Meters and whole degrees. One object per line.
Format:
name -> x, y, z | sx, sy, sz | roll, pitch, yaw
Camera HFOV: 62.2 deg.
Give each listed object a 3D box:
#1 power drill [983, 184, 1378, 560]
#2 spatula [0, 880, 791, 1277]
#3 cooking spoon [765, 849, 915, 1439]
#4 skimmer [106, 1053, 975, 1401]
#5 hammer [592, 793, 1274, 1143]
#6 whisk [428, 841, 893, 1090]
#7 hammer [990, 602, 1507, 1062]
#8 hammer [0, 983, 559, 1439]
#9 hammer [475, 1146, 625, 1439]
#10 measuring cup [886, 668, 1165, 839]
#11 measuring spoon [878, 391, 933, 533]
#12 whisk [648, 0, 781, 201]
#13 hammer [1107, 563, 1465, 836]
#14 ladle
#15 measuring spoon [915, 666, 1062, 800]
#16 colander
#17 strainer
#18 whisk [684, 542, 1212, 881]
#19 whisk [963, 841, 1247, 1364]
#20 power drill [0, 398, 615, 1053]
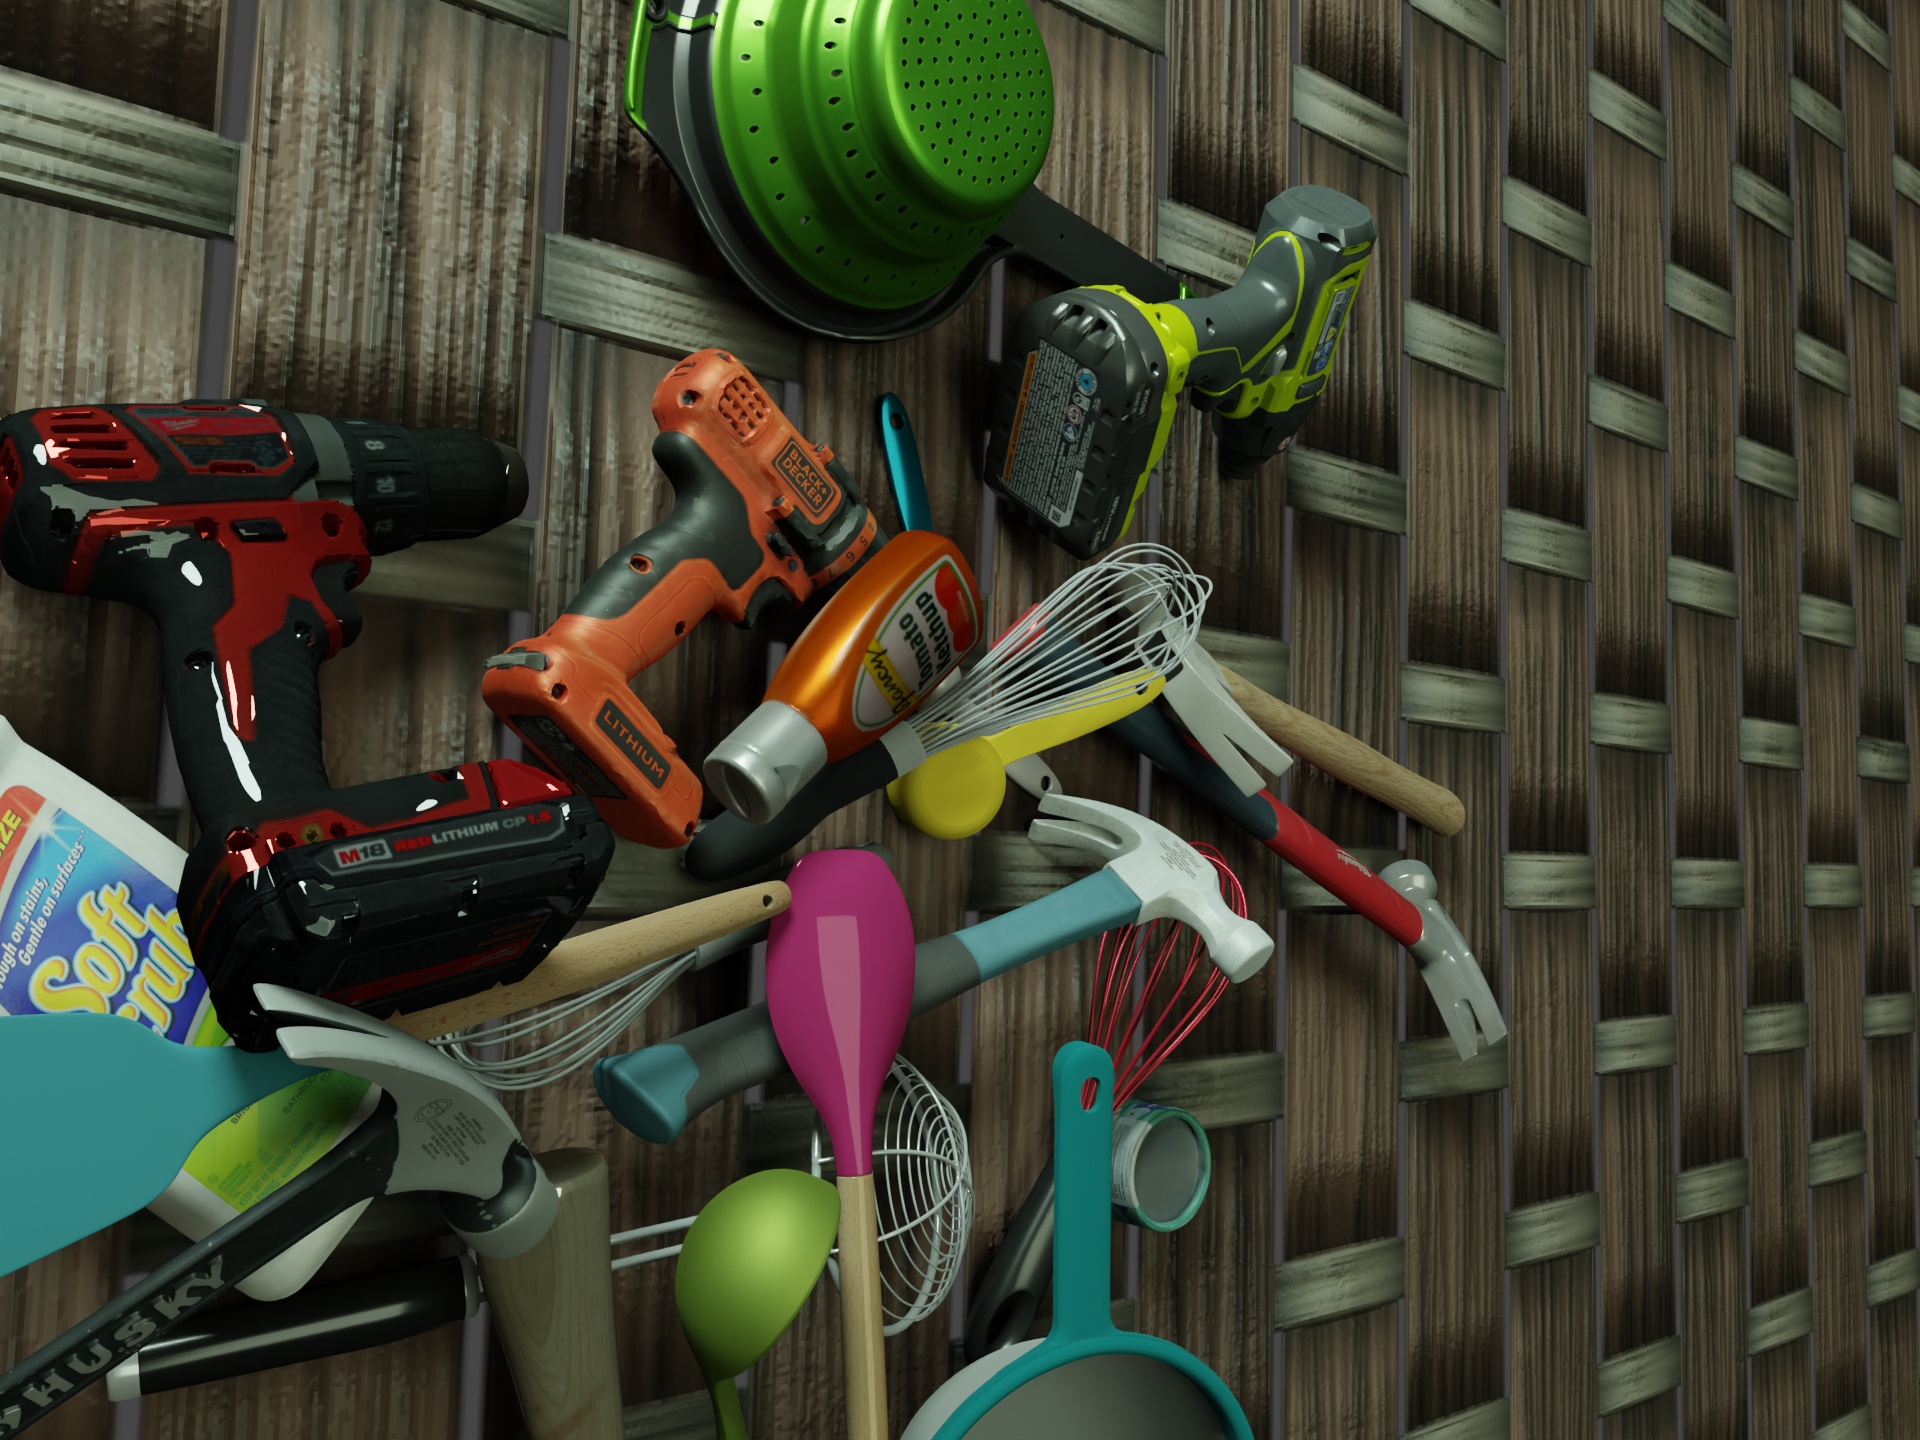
power drill -> 0.121, -0.176, 0.844 | 0.223, 0.080, 0.171 | -29, 146, -36
spatula -> -0.188, 0.100, 0.550 | 0.317, 0.044, 0.082 | -14, 89, -45
cooking spoon -> -0.041, 0.212, 0.650 | 0.068, 0.017, 0.319 | 1, 81, -27
skimmer -> -0.147, 0.218, 0.655 | 0.363, 0.090, 0.127 | -4, 78, -30
hammer -> -0.009, 0.116, 0.733 | 0.331, 0.128, 0.033 | -17, 141, -35
whisk -> -0.115, 0.095, 0.680 | 0.239, 0.055, 0.055 | -21, 101, -43
hammer -> 0.167, 0.059, 0.887 | 0.386, 0.038, 0.143 | 34, 26, -29
hammer -> -0.312, 0.220, 0.436 | 0.409, 0.036, 0.149 | -34, 141, -19
hammer -> -0.133, 0.361, 0.614 | 0.146, 0.038, 0.410 | -9, 103, -41
measuring cup -> 0.038, 0.010, 0.786 | 0.156, 0.029, 0.062 | -25, 105, -13
measuring spoon -> -0.016, -0.101, 0.789 | 0.042, 0.021, 0.128 | -21, 102, -39
whisk -> -0.136, -0.329, 0.692 | 0.051, 0.047, 0.244 | -43, 117, -35
hammer -> 0.214, 0.015, 0.943 | 0.331, 0.031, 0.130 | 24, 33, -43
ladle -> -0.076, 0.322, 0.638 | 0.062, 0.078, 0.320 | 0, 110, -1
measuring spoon -> 0.018, 0.006, 0.814 | 0.124, 0.018, 0.034 | 42, 62, -31
colander -> 0.031, -0.262, 0.771 | 0.396, 0.094, 0.204 | 15, 83, -44
strainer -> 0.035, 0.315, 0.748 | 0.211, 0.095, 0.340 | 1, 90, -28
whisk -> -0.001, -0.002, 0.736 | 0.284, 0.070, 0.070 | -30, 107, -17
whisk -> 0.075, 0.195, 0.828 | 0.073, 0.073, 0.296 | 38, 70, -32
power drill -> -0.203, -0.019, 0.546 | 0.188, 0.080, 0.227 | -11, 62, -46
